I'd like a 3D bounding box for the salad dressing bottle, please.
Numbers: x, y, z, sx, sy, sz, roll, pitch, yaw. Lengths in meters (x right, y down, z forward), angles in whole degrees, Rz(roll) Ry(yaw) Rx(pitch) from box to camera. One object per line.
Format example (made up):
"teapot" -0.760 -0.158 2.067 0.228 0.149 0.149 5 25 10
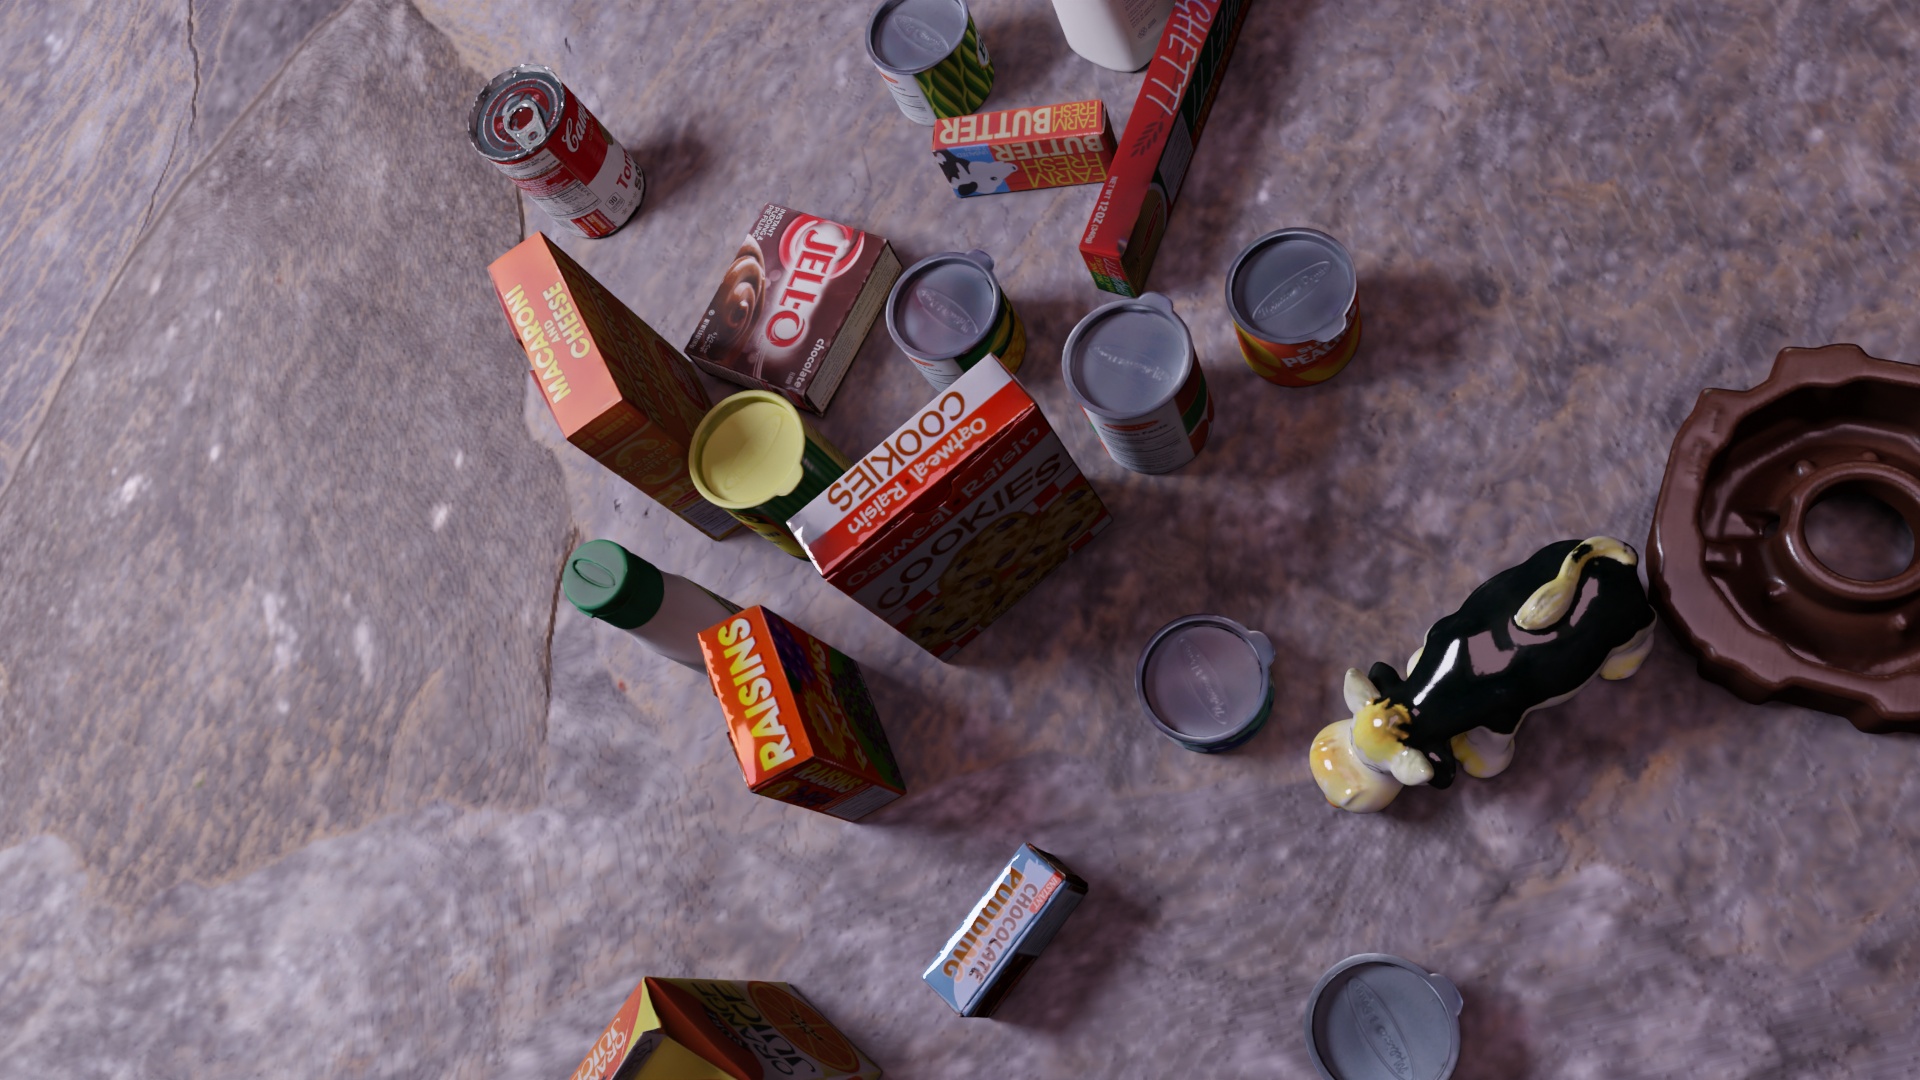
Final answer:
"salad dressing bottle" -0.154 0.039 0.736 0.064 0.147 0.044 24 81 24

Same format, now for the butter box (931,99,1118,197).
"butter box" 0.040 -0.230 0.817 0.103 0.053 0.024 -2 72 18

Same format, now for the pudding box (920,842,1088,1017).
"pudding box" 0.023 0.191 0.679 0.030 0.049 0.084 36 86 25

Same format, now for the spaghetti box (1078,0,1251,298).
"spaghetti box" 0.128 -0.261 0.800 0.029 0.050 0.250 17 78 23

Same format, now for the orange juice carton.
"orange juice carton" -0.114 0.249 0.625 0.073 0.192 0.072 35 86 25

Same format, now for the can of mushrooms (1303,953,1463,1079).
"can of mushrooms" 0.191 0.219 0.623 0.071 0.033 0.071 -6 70 16

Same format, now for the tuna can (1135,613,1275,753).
"tuna can" 0.125 0.071 0.696 0.071 0.032 0.071 -6 70 16

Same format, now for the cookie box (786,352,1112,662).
"cookie box" 0.002 -0.009 0.690 0.123 0.167 0.040 -40 65 2

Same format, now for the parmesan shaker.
"parmesan shaker" -0.094 -0.031 0.765 0.071 0.103 0.071 -6 71 17

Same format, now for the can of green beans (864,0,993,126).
"can of green beans" -0.018 -0.299 0.857 0.071 0.057 0.071 -6 70 17

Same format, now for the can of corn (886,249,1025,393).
"can of corn" 0.000 -0.123 0.790 0.071 0.058 0.071 -6 70 17

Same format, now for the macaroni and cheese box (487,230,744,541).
"macaroni and cheese box" -0.183 -0.080 0.776 0.040 0.166 0.124 -33 65 6

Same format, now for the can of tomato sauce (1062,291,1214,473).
"can of tomato sauce" 0.096 -0.081 0.731 0.071 0.083 0.071 -6 70 17

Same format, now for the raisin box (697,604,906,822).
"raisin box" -0.079 0.091 0.707 0.040 0.123 0.086 -27 66 8

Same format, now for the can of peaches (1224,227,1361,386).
"can of peaches" 0.177 -0.120 0.731 0.071 0.058 0.071 -6 70 17
